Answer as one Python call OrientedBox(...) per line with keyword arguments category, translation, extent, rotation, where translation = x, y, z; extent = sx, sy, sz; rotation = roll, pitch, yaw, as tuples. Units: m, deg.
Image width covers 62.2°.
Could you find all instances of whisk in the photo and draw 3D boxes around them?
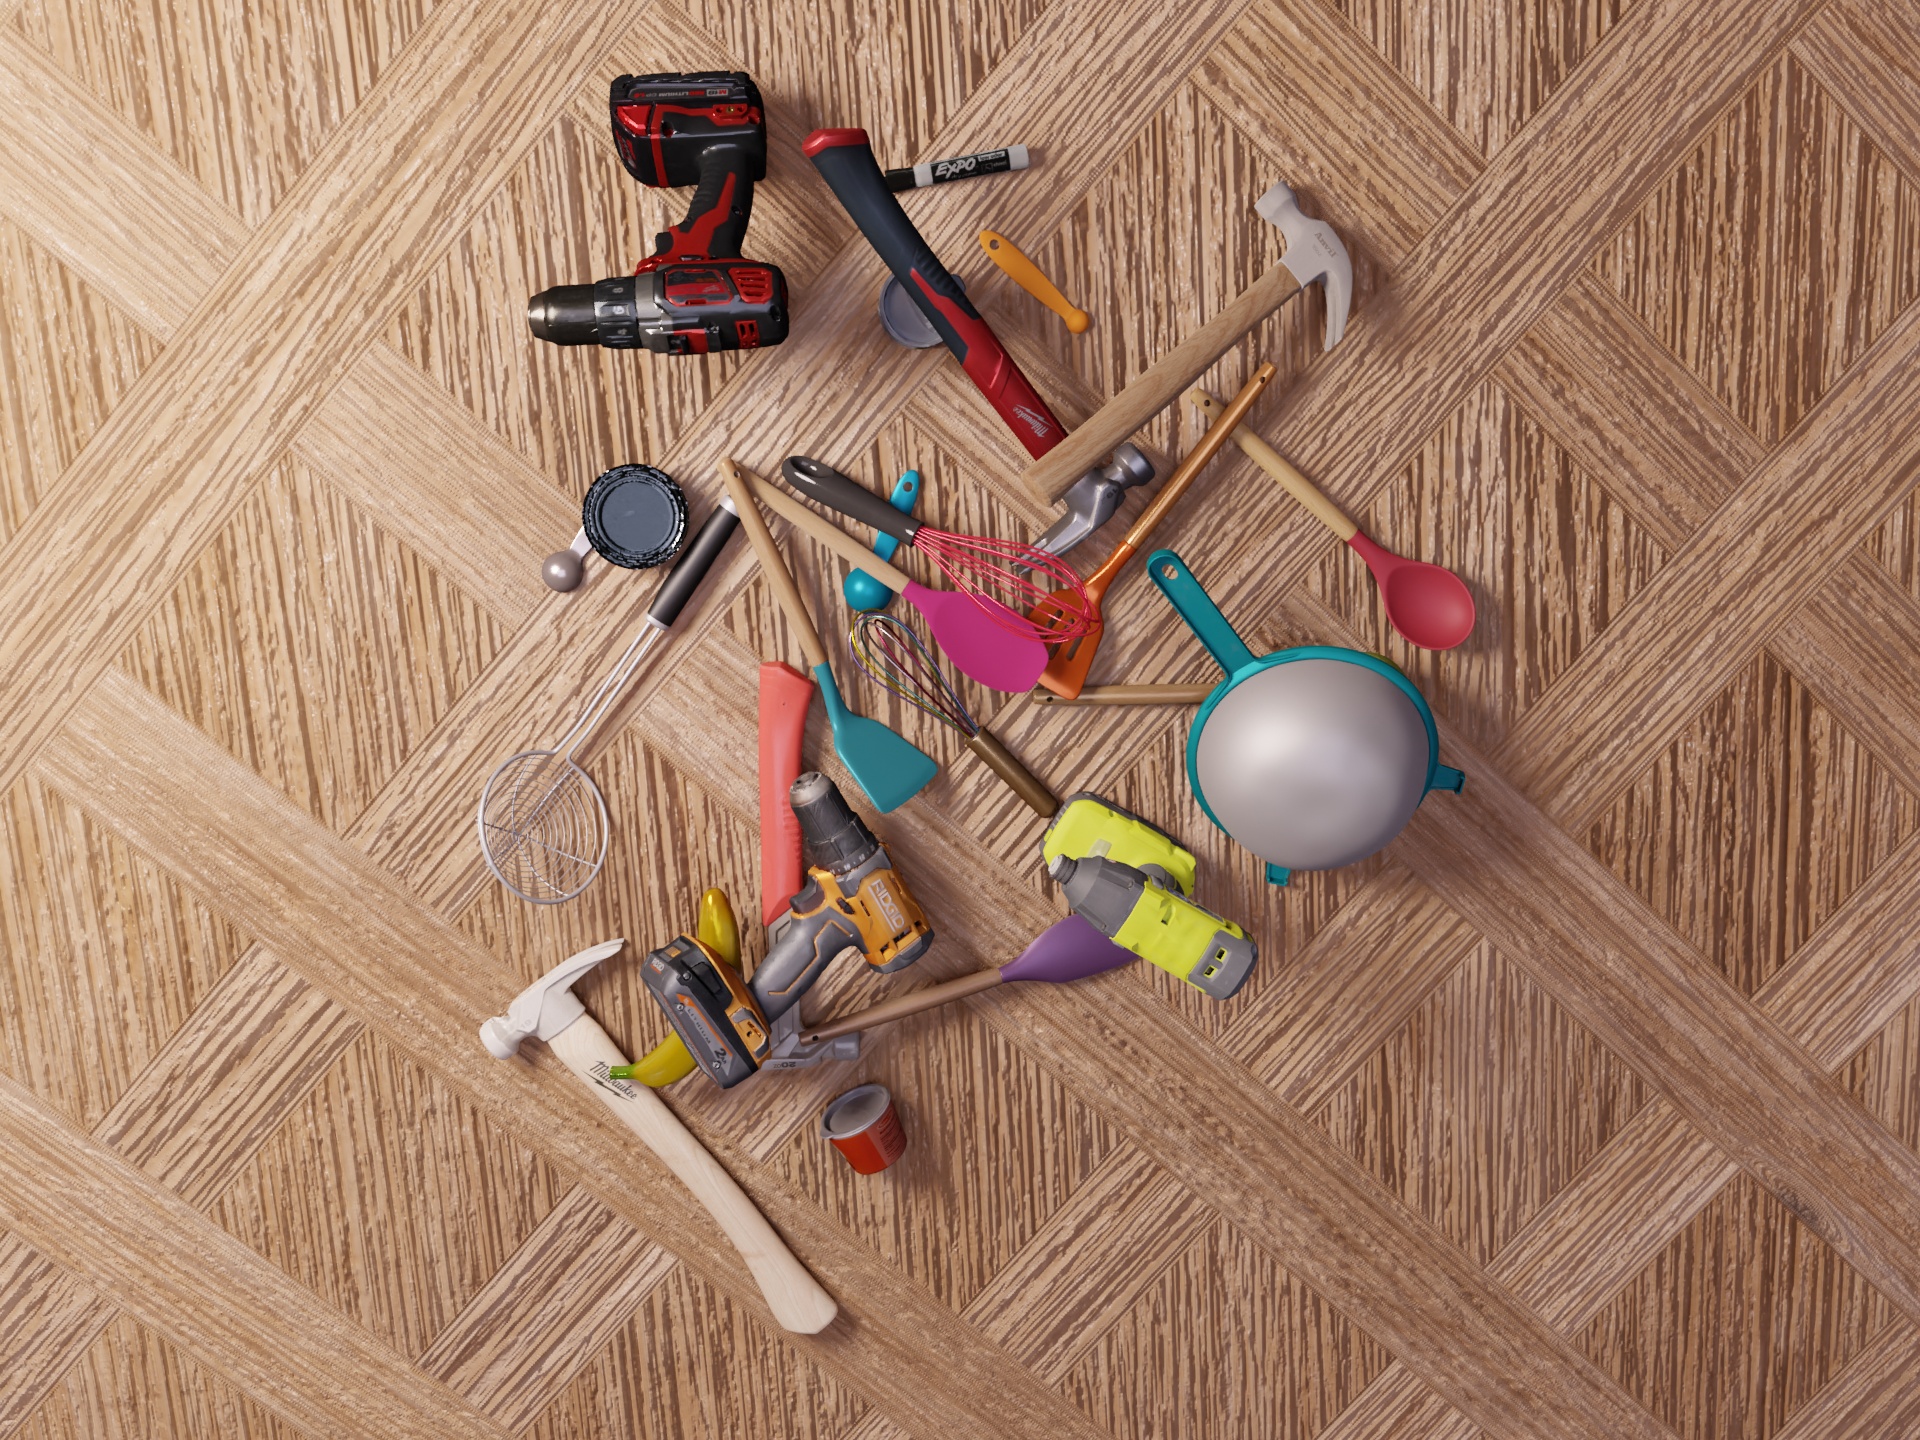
OrientedBox(category="whisk", translation=(-0.001, -0.006, 1.354), extent=(0.051, 0.047, 0.244), rotation=(-37, 107, 27))
OrientedBox(category="whisk", translation=(-0.018, -0.142, 1.293), extent=(0.296, 0.073, 0.073), rotation=(29, 98, 8))

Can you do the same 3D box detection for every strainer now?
OrientedBox(category="strainer", translation=(0.256, 0.006, 1.297), extent=(0.211, 0.095, 0.340), rotation=(-32, 113, 22))

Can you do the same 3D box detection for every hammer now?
OrientedBox(category="hammer", translation=(-0.163, 0.128, 1.372), extent=(0.149, 0.037, 0.359), rotation=(-1, 101, -4))
OrientedBox(category="hammer", translation=(0.182, -0.283, 1.270), extent=(0.331, 0.031, 0.130), rotation=(-41, 91, -9))
OrientedBox(category="hammer", translation=(-0.238, 0.383, 1.416), extent=(0.146, 0.038, 0.410), rotation=(-37, 101, 2))
OrientedBox(category="hammer", translation=(-0.004, -0.288, 1.242), extent=(0.143, 0.038, 0.386), rotation=(-40, 119, 4))

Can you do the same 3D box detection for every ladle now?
OrientedBox(category="ladle", translation=(0.313, -0.173, 1.349), extent=(0.315, 0.031, 0.069), rotation=(40, 94, -8))
OrientedBox(category="ladle", translation=(0.223, -0.019, 1.359), extent=(0.320, 0.062, 0.078), rotation=(-1, 112, -1))

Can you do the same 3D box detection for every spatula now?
OrientedBox(category="spatula", translation=(0.159, -0.164, 1.326), extent=(0.081, 0.041, 0.322), rotation=(36, 101, -9))
OrientedBox(category="spatula", translation=(-0.119, -0.073, 1.320), extent=(0.044, 0.082, 0.317), rotation=(-12, 109, 43))
OrientedBox(category="spatula", translation=(0.010, 0.229, 1.394), extent=(0.316, 0.018, 0.059), rotation=(-17, 101, -9))

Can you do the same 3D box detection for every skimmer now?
OrientedBox(category="skimmer", translation=(-0.272, -0.020, 1.309), extent=(0.127, 0.090, 0.363), rotation=(31, 96, -42))

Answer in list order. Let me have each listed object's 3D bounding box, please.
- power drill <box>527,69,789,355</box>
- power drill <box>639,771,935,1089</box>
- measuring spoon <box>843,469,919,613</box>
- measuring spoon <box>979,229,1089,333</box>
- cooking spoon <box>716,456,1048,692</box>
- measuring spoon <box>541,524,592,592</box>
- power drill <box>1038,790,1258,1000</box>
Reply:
OrientedBox(category="power drill", translation=(-0.226, -0.372, 1.191), extent=(0.188, 0.080, 0.227), rotation=(-4, 67, -3))
OrientedBox(category="power drill", translation=(-0.148, 0.167, 1.305), extent=(0.226, 0.084, 0.185), rotation=(-35, 111, -21))
OrientedBox(category="measuring spoon", translation=(-0.062, -0.149, 1.330), extent=(0.042, 0.021, 0.128), rotation=(20, 101, -7))
OrientedBox(category="measuring spoon", translation=(0.061, -0.360, 1.303), extent=(0.117, 0.011, 0.021), rotation=(40, 96, -10))
OrientedBox(category="cooking spoon", translation=(-0.066, -0.125, 1.317), extent=(0.319, 0.017, 0.069), rotation=(34, 81, -2))
OrientedBox(category="measuring spoon", translation=(-0.305, -0.158, 1.316), extent=(0.034, 0.018, 0.124), rotation=(36, 96, -9))
OrientedBox(category="power drill", translation=(0.138, 0.134, 1.295), extent=(0.171, 0.223, 0.080), rotation=(30, 97, -9))
